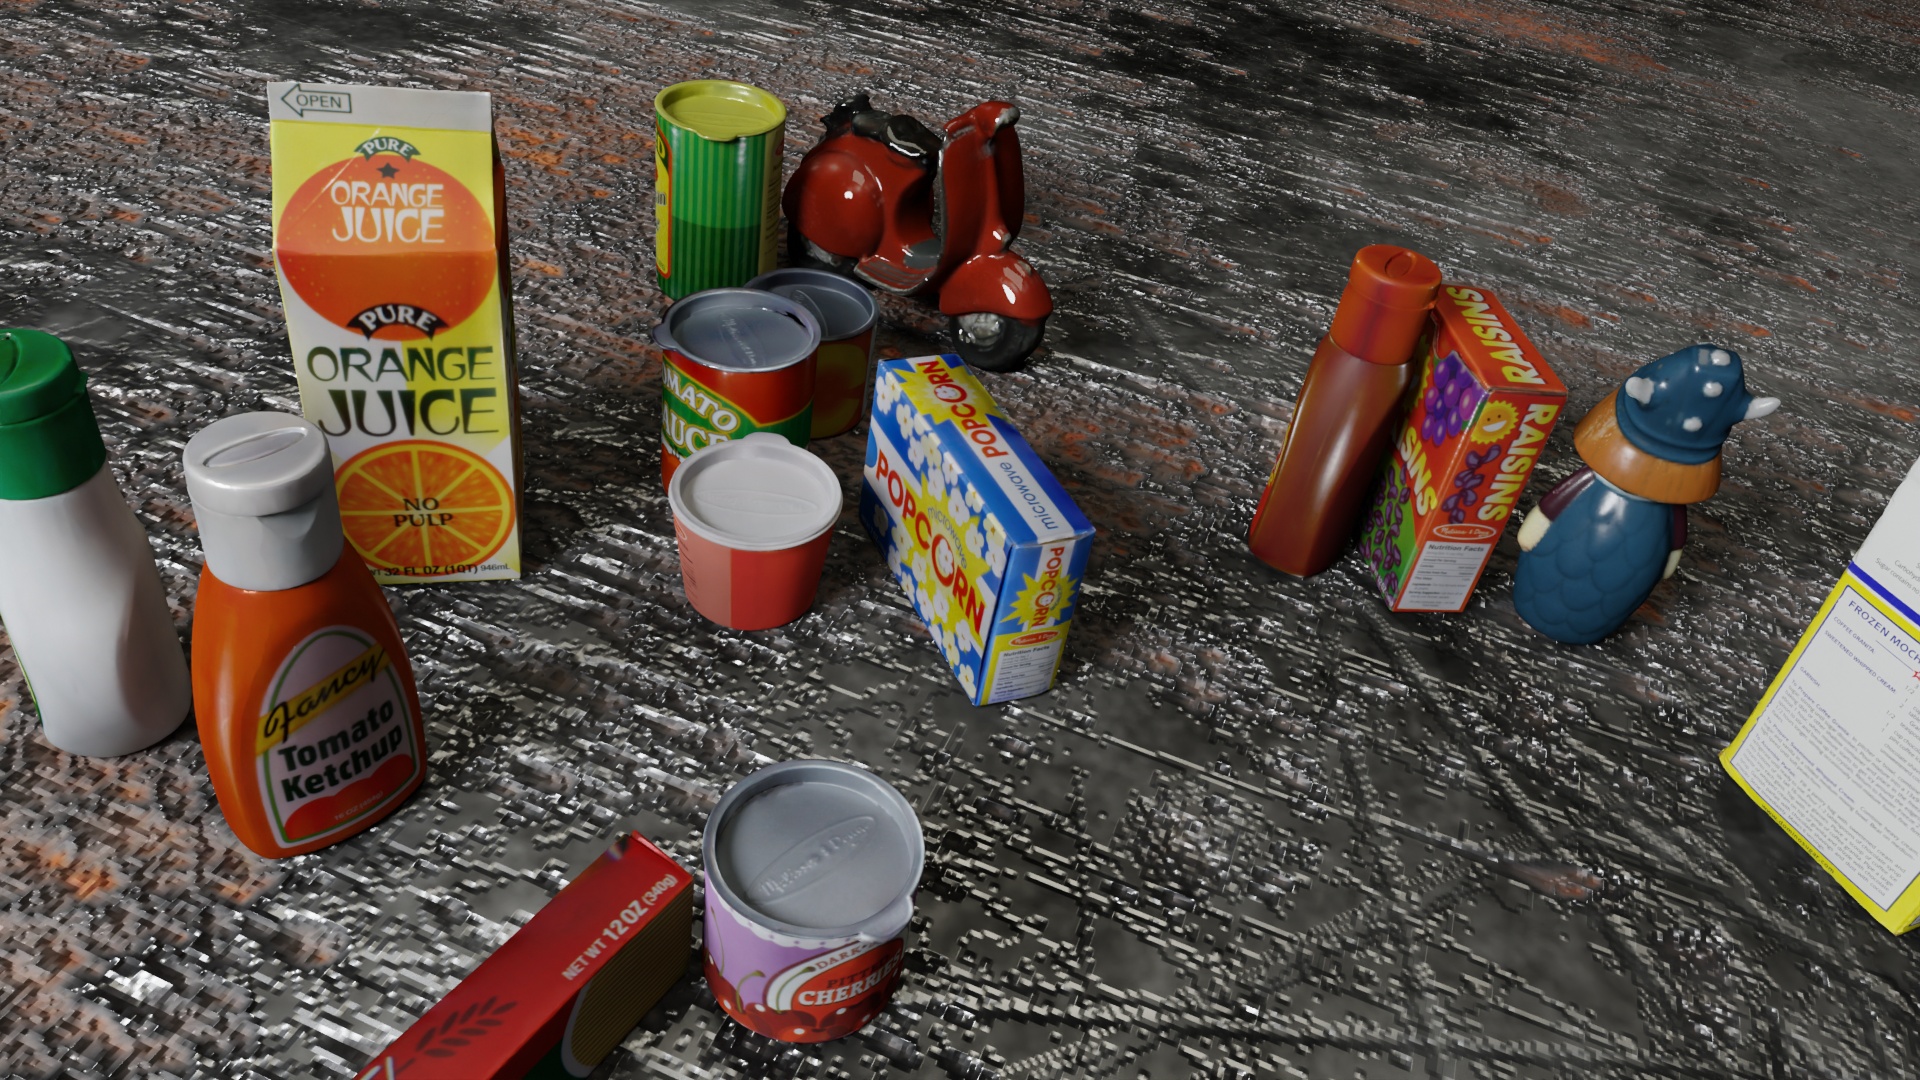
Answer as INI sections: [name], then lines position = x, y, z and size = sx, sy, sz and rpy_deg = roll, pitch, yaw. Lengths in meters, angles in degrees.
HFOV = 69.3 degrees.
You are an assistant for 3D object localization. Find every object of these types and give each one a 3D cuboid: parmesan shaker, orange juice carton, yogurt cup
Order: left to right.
[orange juice carton]
position = -0.206, -0.078, 0.521
size = 0.072, 0.191, 0.073
rpy_deg = -2, 41, -15
[parmesan shaker]
position = -0.128, -0.179, 0.732
size = 0.071, 0.102, 0.072
rpy_deg = 6, 39, -5
[yogurt cup]
position = -0.084, -0.001, 0.563
size = 0.072, 0.053, 0.073
rpy_deg = 6, 39, -5

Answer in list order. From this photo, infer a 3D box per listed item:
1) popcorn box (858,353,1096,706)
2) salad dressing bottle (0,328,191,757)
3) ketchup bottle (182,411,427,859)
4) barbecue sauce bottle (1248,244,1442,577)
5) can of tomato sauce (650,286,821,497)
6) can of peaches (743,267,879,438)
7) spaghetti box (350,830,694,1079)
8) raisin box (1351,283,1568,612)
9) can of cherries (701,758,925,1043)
[popcorn box]
position = 0.002, -0.007, 0.566
size = 0.038, 0.084, 0.127
rpy_deg = -11, 44, -24
[salad dressing bottle]
position = -0.282, 0.004, 0.439
size = 0.044, 0.146, 0.064
rpy_deg = -6, 42, -19
[ketchup bottle]
position = -0.203, 0.030, 0.424
size = 0.043, 0.148, 0.065
rpy_deg = 35, 45, 28
[barbecue sauce bottle]
position = 0.170, -0.056, 0.614
size = 0.044, 0.147, 0.065
rpy_deg = 27, 42, 19
[can of tomato sauce]
position = -0.099, -0.058, 0.606
size = 0.071, 0.082, 0.071
rpy_deg = 6, 39, -5
[can of peaches]
position = -0.077, -0.090, 0.671
size = 0.071, 0.057, 0.071
rpy_deg = 6, 39, -5
[spaghetti box]
position = -0.158, 0.170, 0.342
size = 0.029, 0.049, 0.251
rpy_deg = 27, 42, 20
[raisin box]
position = 0.215, -0.041, 0.625
size = 0.040, 0.122, 0.086
rpy_deg = 3, 39, -9
[can of cherries]
position = -0.046, 0.113, 0.430
size = 0.071, 0.058, 0.072
rpy_deg = 6, 39, -5
